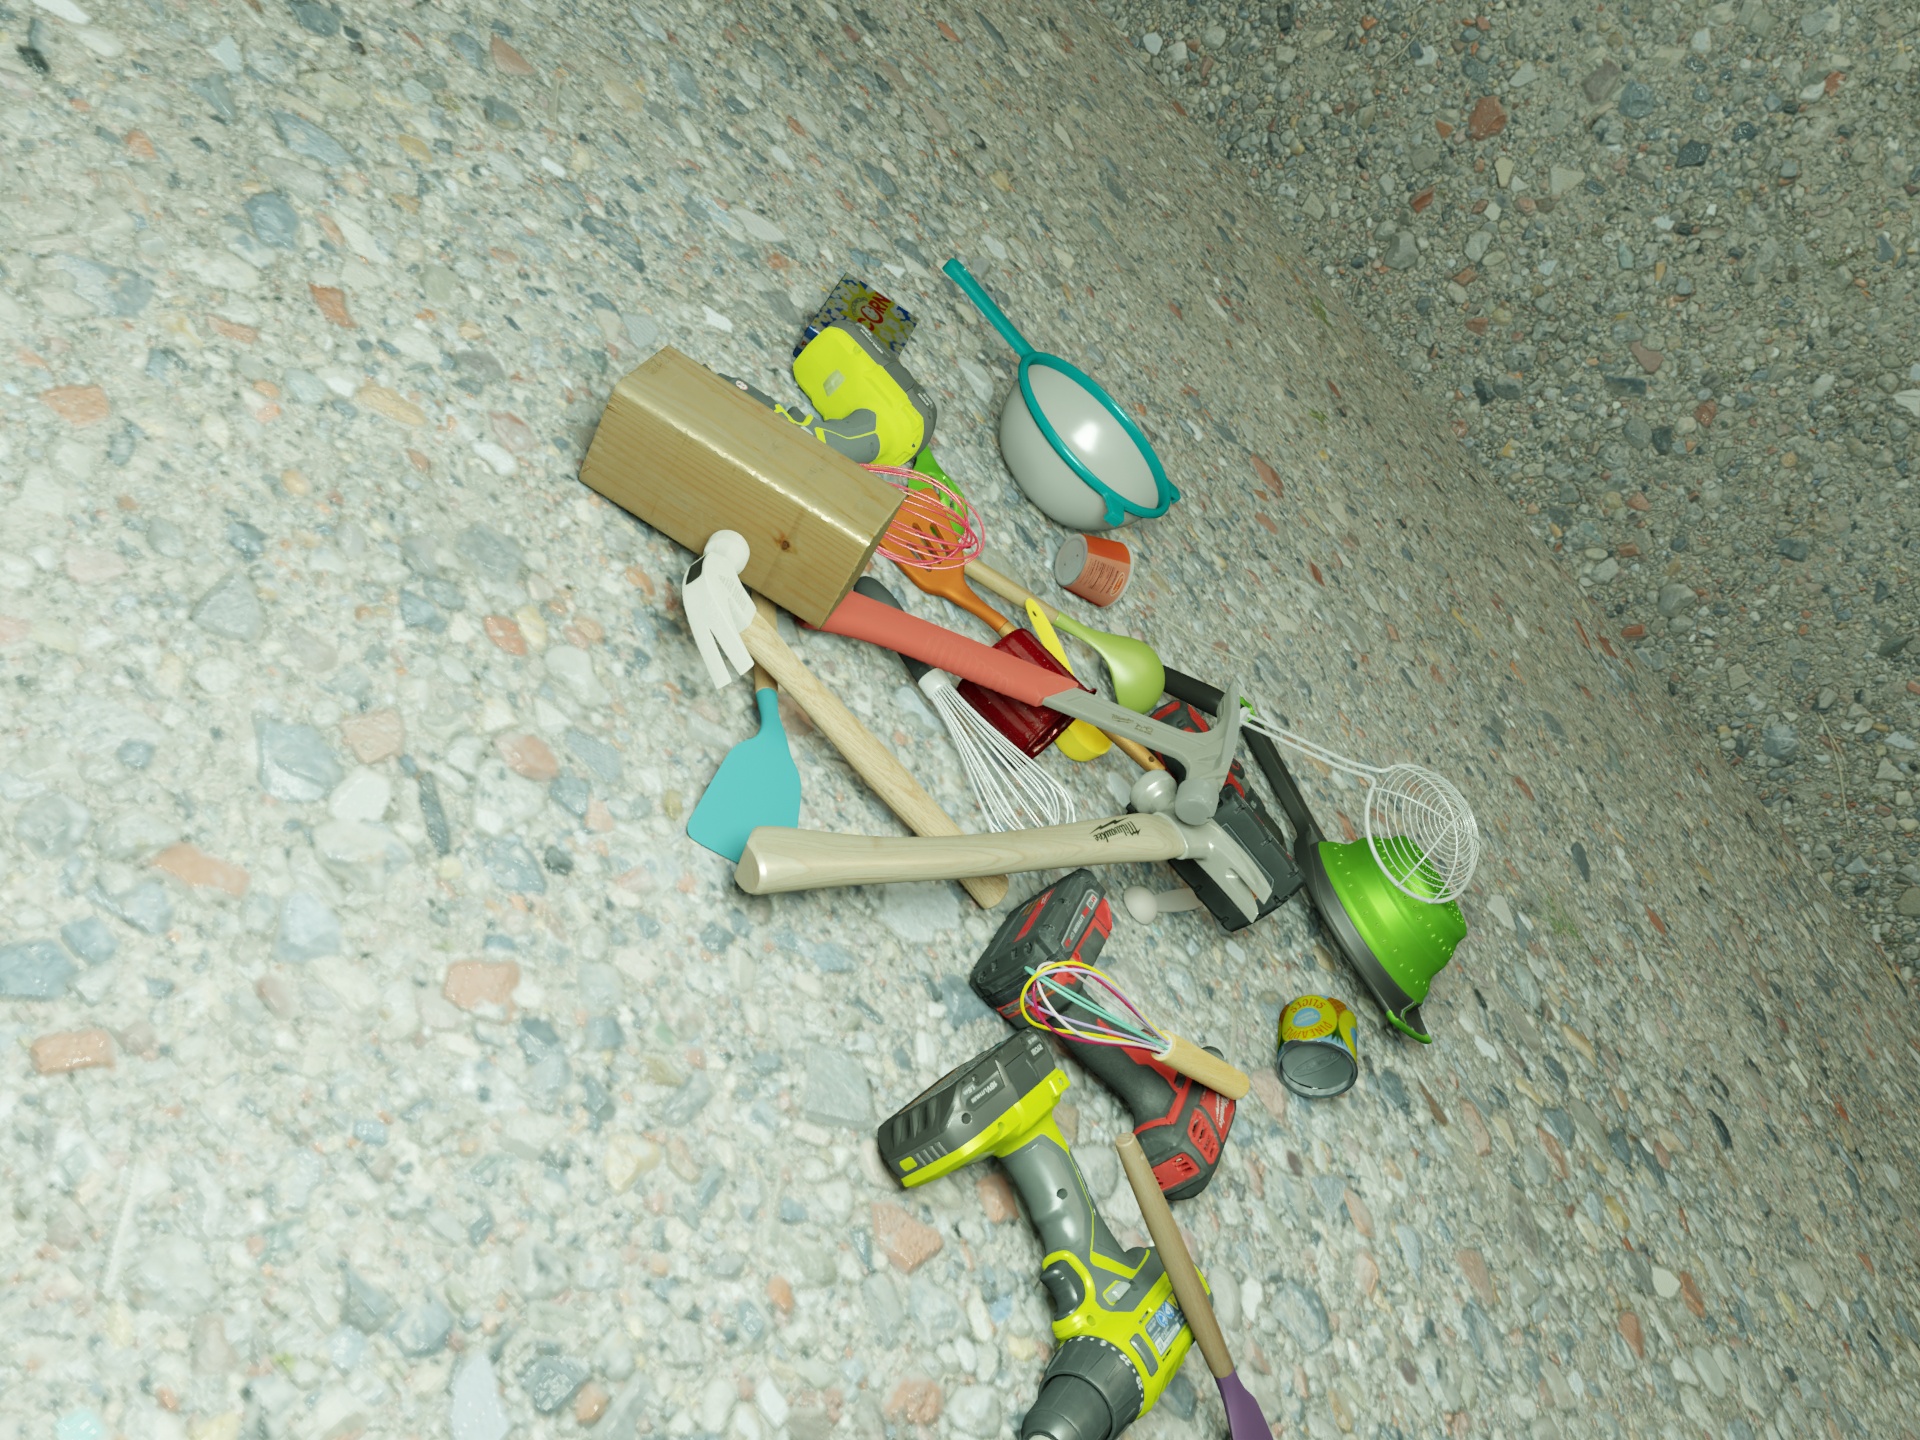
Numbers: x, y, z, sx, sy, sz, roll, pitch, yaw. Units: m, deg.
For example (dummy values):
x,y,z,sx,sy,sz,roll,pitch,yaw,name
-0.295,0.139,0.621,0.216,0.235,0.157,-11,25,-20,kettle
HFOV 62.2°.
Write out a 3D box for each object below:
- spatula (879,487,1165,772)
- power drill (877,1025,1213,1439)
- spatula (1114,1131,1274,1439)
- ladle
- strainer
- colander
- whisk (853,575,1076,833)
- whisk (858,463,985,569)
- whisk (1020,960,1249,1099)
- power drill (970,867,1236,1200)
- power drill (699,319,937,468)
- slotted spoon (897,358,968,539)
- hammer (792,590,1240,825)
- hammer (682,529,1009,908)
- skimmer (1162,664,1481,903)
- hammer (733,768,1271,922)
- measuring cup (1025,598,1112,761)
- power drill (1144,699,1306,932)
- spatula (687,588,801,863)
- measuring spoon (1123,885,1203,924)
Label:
x,y,z,sx,sy,sz,roll,pitch,yaw,name
0.056,-0.068,1.365,0.323,0.041,0.081,43,59,9,spatula
0.050,0.321,0.971,0.228,0.080,0.190,58,32,7,power drill
0.153,0.383,0.981,0.315,0.018,0.060,68,30,-19,spatula
0.057,-0.100,1.448,0.320,0.062,0.078,30,45,-18,ladle
0.070,-0.315,1.622,0.340,0.095,0.211,51,30,5,strainer
0.381,0.113,1.536,0.204,0.094,0.398,33,28,-50,colander
-0.002,-0.005,1.258,0.285,0.070,0.070,54,32,14,whisk
-0.120,-0.187,1.220,0.296,0.073,0.073,21,36,-1,whisk
0.120,0.214,1.070,0.244,0.051,0.047,34,74,-39,whisk
0.118,0.225,1.155,0.219,0.078,0.143,50,32,-5,power drill
-0.123,-0.254,1.342,0.171,0.080,0.223,48,36,-5,power drill
-0.051,-0.296,1.517,0.070,0.031,0.314,13,47,-40,slotted spoon
0.042,-0.040,1.228,0.359,0.036,0.149,22,44,0,hammer
-0.076,0.015,1.121,0.331,0.031,0.130,48,22,-20,hammer
0.311,0.044,1.481,0.363,0.090,0.127,28,50,29,skimmer
0.036,0.096,1.097,0.410,0.038,0.146,-1,36,-38,hammer
0.084,-0.035,1.404,0.062,0.029,0.157,-5,66,-48,measuring cup
0.237,0.093,1.398,0.187,0.080,0.227,49,15,-16,power drill
-0.147,-0.029,1.137,0.082,0.044,0.318,28,34,-30,spatula
0.181,0.151,1.354,0.124,0.018,0.034,1,56,-51,measuring spoon
